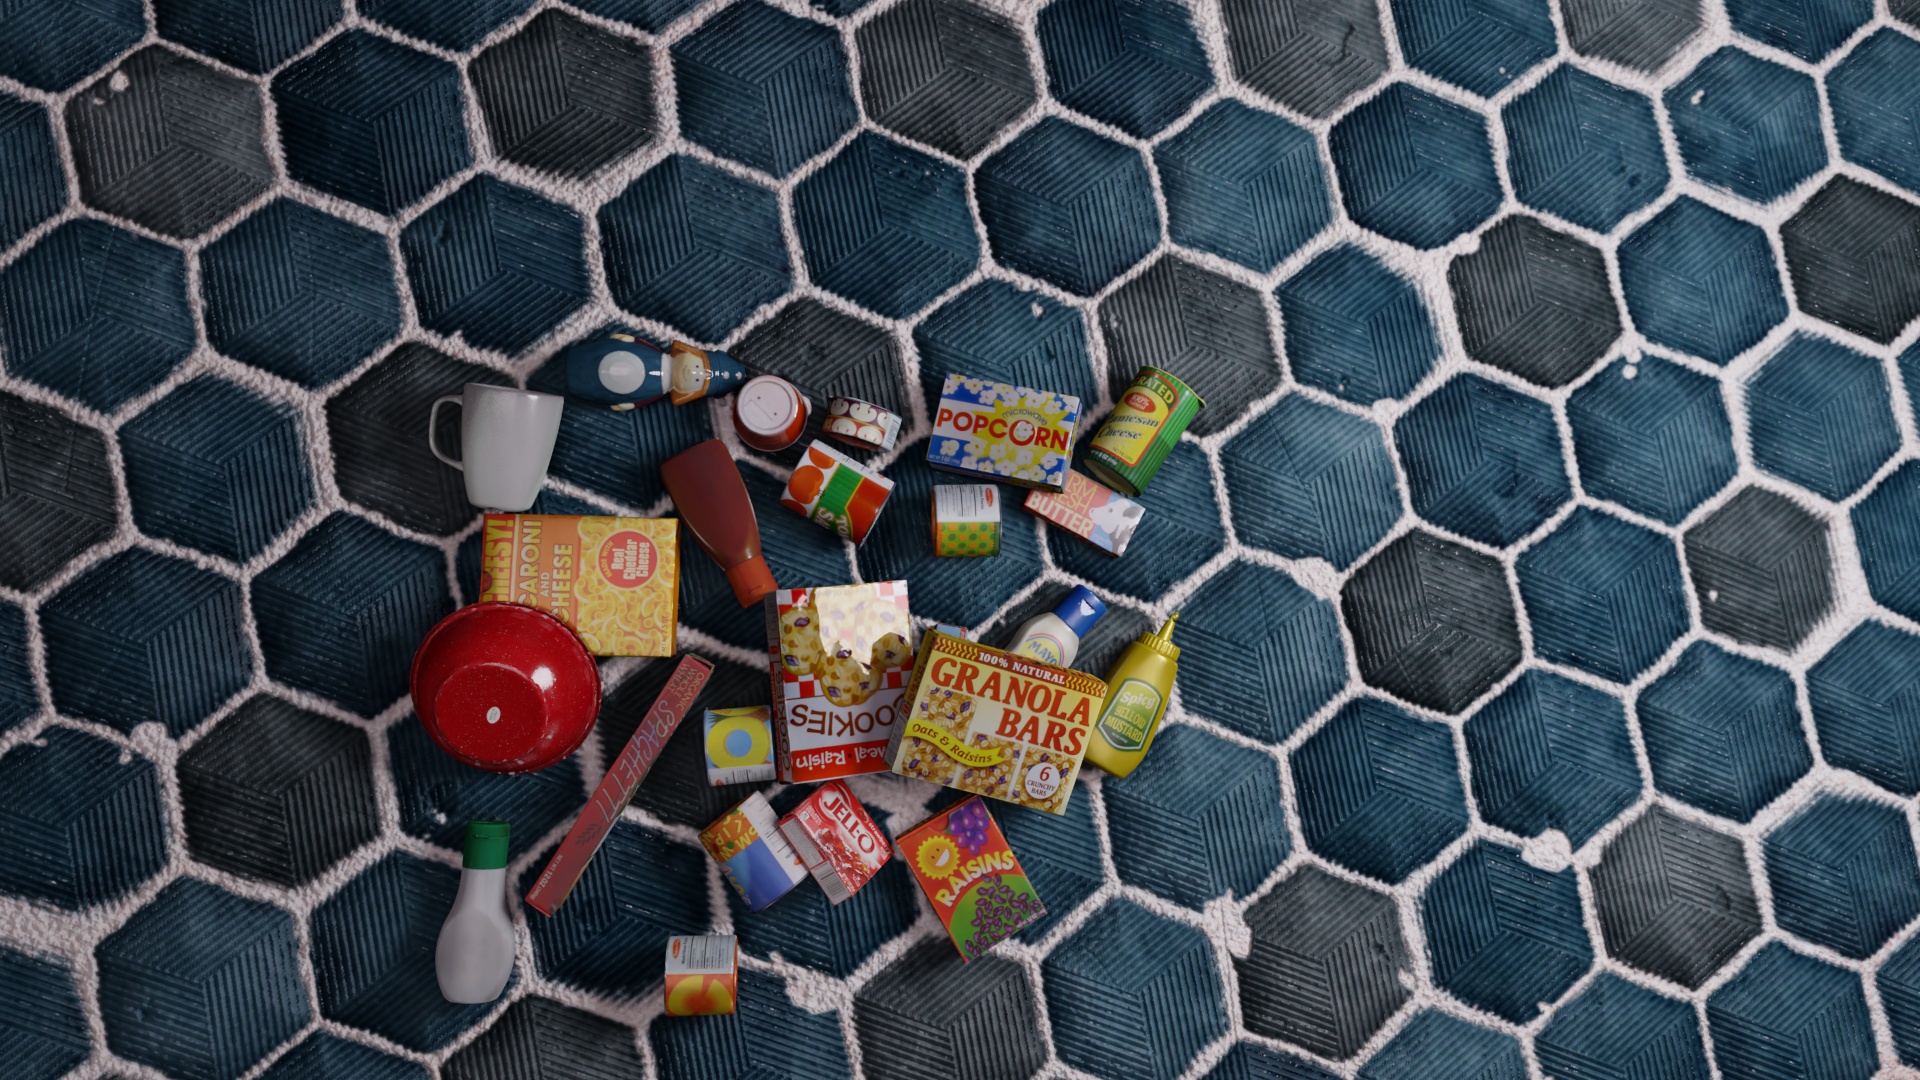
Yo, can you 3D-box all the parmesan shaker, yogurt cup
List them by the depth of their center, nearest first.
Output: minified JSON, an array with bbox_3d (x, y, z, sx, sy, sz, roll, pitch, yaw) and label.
[{"bbox_3d":[-0.172,-0.116,1.243,0.072,0.054,0.072,0,86,-5],"label":"yogurt cup"},{"bbox_3d":[0.167,-0.098,1.268,0.071,0.071,0.103,34,83,-2],"label":"parmesan shaker"}]

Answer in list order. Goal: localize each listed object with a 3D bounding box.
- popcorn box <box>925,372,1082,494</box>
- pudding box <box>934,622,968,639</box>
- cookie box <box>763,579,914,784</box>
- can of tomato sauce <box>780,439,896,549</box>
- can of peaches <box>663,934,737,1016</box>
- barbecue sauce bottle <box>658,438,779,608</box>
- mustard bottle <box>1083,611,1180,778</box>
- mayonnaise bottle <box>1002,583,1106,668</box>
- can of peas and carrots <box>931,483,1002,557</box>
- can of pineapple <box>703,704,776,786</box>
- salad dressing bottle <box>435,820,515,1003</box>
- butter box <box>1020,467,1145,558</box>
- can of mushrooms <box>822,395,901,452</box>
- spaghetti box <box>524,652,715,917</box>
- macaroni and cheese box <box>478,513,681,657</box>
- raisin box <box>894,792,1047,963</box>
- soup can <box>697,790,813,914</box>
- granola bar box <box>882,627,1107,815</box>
[{"bbox_3d":[0.040,-0.097,1.256,0.127,0.038,0.085,12,80,8],"label":"popcorn box"},{"bbox_3d":[-0.015,0.117,1.241,0.030,0.049,0.084,10,84,-3],"label":"pudding box"},{"bbox_3d":[-0.103,0.123,1.220,0.123,0.040,0.167,-3,85,-26],"label":"cookie box"},{"bbox_3d":[-0.110,-0.041,1.236,0.083,0.071,0.071,29,83,-2],"label":"can of tomato sauce"},{"bbox_3d":[-0.222,0.374,1.191,0.058,0.071,0.071,0,86,-6],"label":"can of peaches"},{"bbox_3d":[-0.209,-0.013,1.235,0.065,0.043,0.148,-26,89,-9],"label":"barbecue sauce bottle"},{"bbox_3d":[0.159,0.134,1.258,0.065,0.049,0.160,28,83,-7],"label":"mustard bottle"},{"bbox_3d":[0.069,0.103,1.255,0.064,0.041,0.148,45,83,-7],"label":"mayonnaise bottle"},{"bbox_3d":[0.004,-0.016,1.248,0.059,0.071,0.071,-1,86,-6],"label":"can of peas and carrots"},{"bbox_3d":[-0.192,0.176,1.210,0.058,0.071,0.071,-5,86,-7],"label":"can of pineapple"},{"bbox_3d":[-0.410,0.316,1.187,0.064,0.044,0.147,4,84,-4],"label":"salad dressing bottle"},{"bbox_3d":[0.112,-0.030,1.280,0.103,0.024,0.053,28,82,-3],"label":"butter box"},{"bbox_3d":[-0.091,-0.104,1.244,0.071,0.071,0.033,17,86,-4],"label":"can of mushrooms"},{"bbox_3d":[-0.292,0.207,1.205,0.029,0.050,0.250,33,82,-4],"label":"spaghetti box"},{"bbox_3d":[-0.333,0.039,1.219,0.167,0.040,0.123,2,85,-5],"label":"macaroni and cheese box"},{"bbox_3d":[0.008,0.297,1.234,0.086,0.040,0.123,-30,88,-7],"label":"raisin box"},{"bbox_3d":[-0.179,0.271,1.203,0.071,0.071,0.084,-37,89,-7],"label":"soup can"},{"bbox_3d":[0.030,0.158,1.205,0.165,0.039,0.124,18,92,-19],"label":"granola bar box"}]
